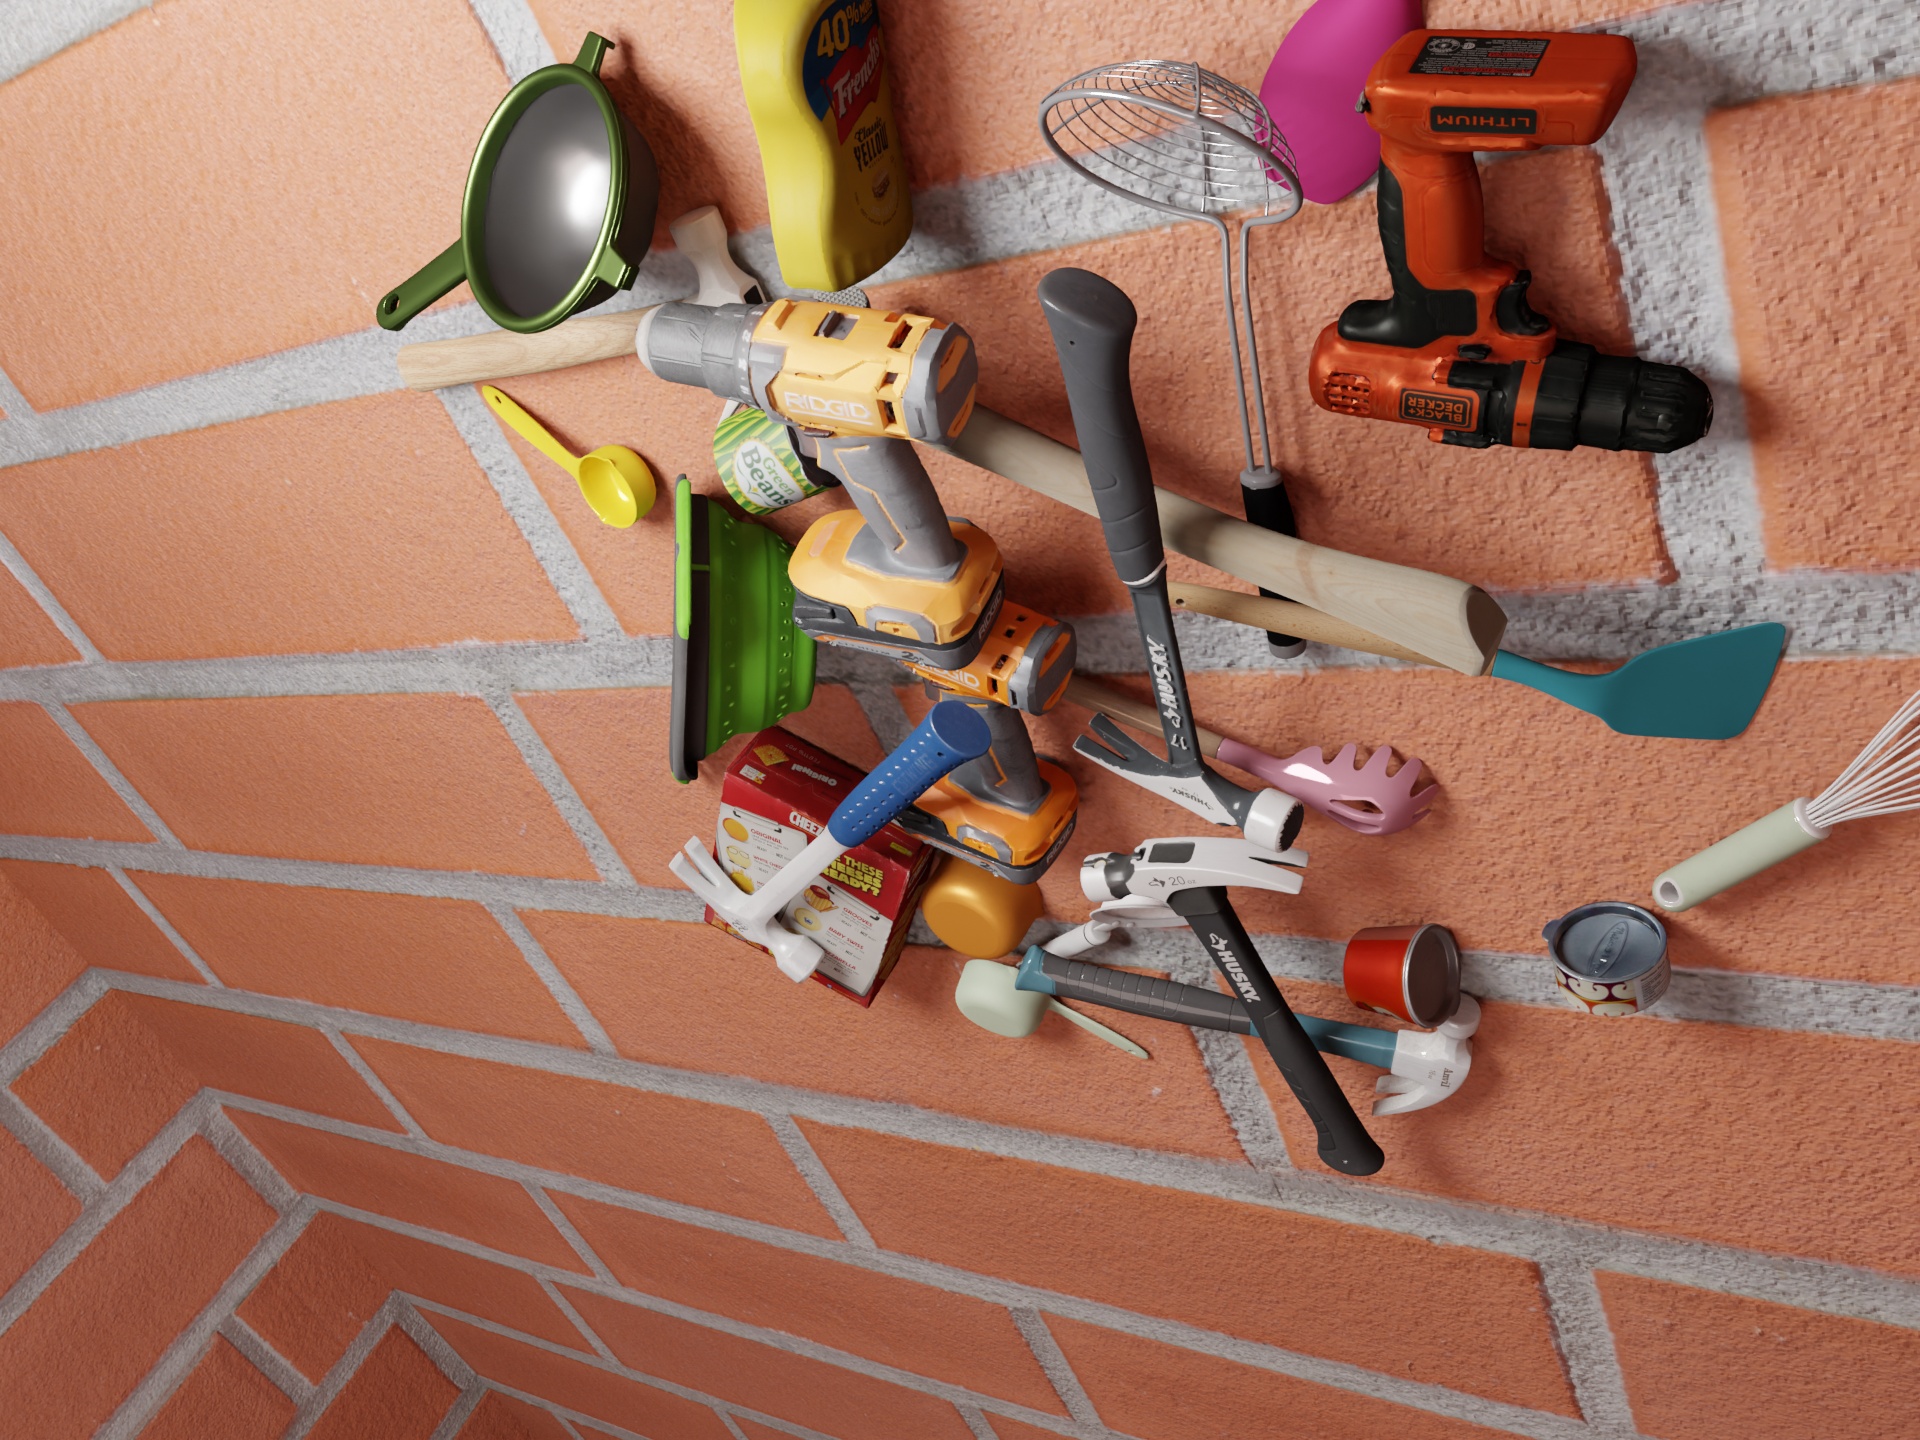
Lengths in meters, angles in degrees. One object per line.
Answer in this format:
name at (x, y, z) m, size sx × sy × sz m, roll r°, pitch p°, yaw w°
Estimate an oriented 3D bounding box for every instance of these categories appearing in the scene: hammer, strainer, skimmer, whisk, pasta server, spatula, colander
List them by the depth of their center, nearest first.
skimmer at (0.129, -0.161, 0.810) m, size 0.127 × 0.090 × 0.362 m, roll 20°, pitch 141°, yaw 38°
whisk at (0.452, 0.047, 0.831) m, size 0.058 × 0.059 × 0.246 m, roll 67°, pitch 150°, yaw 20°
hammer at (0.097, -0.071, 0.853) m, size 0.149 × 0.036 × 0.408 m, roll 23°, pitch 153°, yaw 31°
spatula at (0.262, -0.043, 0.855) m, size 0.317 × 0.044 × 0.082 m, roll 14°, pitch 139°, yaw 19°
hammer at (0.092, -0.113, 0.866) m, size 0.411 × 0.038 × 0.146 m, roll 27°, pitch 154°, yaw 23°
strainer at (-0.259, -0.283, 0.955) m, size 0.256 × 0.069 × 0.151 m, roll -16°, pitch 78°, yaw 40°
pasta server at (0.145, 0.003, 1.019) m, size 0.316 × 0.040 × 0.060 m, roll 23°, pitch 140°, yaw 21°
hammer at (-0.256, -0.246, 1.046) m, size 0.331 × 0.031 × 0.130 m, roll 1°, pitch 130°, yaw 35°
hammer at (0.218, 0.203, 1.085) m, size 0.146 × 0.035 × 0.334 m, roll -11°, pitch 126°, yaw 35°
hammer at (-0.092, 0.080, 1.122) m, size 0.144 × 0.035 × 0.405 m, roll 40°, pitch 144°, yaw -5°
colander at (-0.160, -0.032, 1.144) m, size 0.094 × 0.205 × 0.397 m, roll 0°, pitch 159°, yaw -11°
hammer at (0.198, 0.213, 1.156) m, size 0.331 × 0.033 × 0.128 m, roll 10°, pitch 136°, yaw 17°
strainer at (0.105, 0.154, 1.186) m, size 0.086 × 0.050 × 0.258 m, roll 10°, pitch 155°, yaw -25°

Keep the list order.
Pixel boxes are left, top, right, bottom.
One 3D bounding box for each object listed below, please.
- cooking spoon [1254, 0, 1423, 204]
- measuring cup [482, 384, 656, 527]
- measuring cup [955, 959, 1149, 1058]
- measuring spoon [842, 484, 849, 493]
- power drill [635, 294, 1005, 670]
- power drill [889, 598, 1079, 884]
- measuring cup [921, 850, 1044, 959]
cooking spoon at (0.193, -0.345, 0.637) m, size 0.069 × 0.017 × 0.318 m, roll 29°, pitch 141°, yaw 7°
measuring cup at (-0.276, -0.196, 1.125) m, size 0.156 × 0.029 × 0.062 m, roll 39°, pitch 142°, yaw 14°
measuring cup at (0.073, 0.250, 1.299) m, size 0.167 × 0.038 × 0.083 m, roll 26°, pitch 153°, yaw 4°
measuring spoon at (-0.046, -0.136, 1.025) m, size 0.042 × 0.021 × 0.128 m, roll -32°, pitch 99°, yaw 43°
power drill at (-0.072, -0.136, 0.878) m, size 0.185 × 0.084 × 0.226 m, roll 13°, pitch 147°, yaw 20°
power drill at (-0.002, -0.003, 1.052) m, size 0.164 × 0.084 × 0.226 m, roll 23°, pitch 146°, yaw 24°
measuring cup at (0.024, 0.120, 1.198) m, size 0.095 × 0.052 × 0.173 m, roll 31°, pitch 143°, yaw 6°
